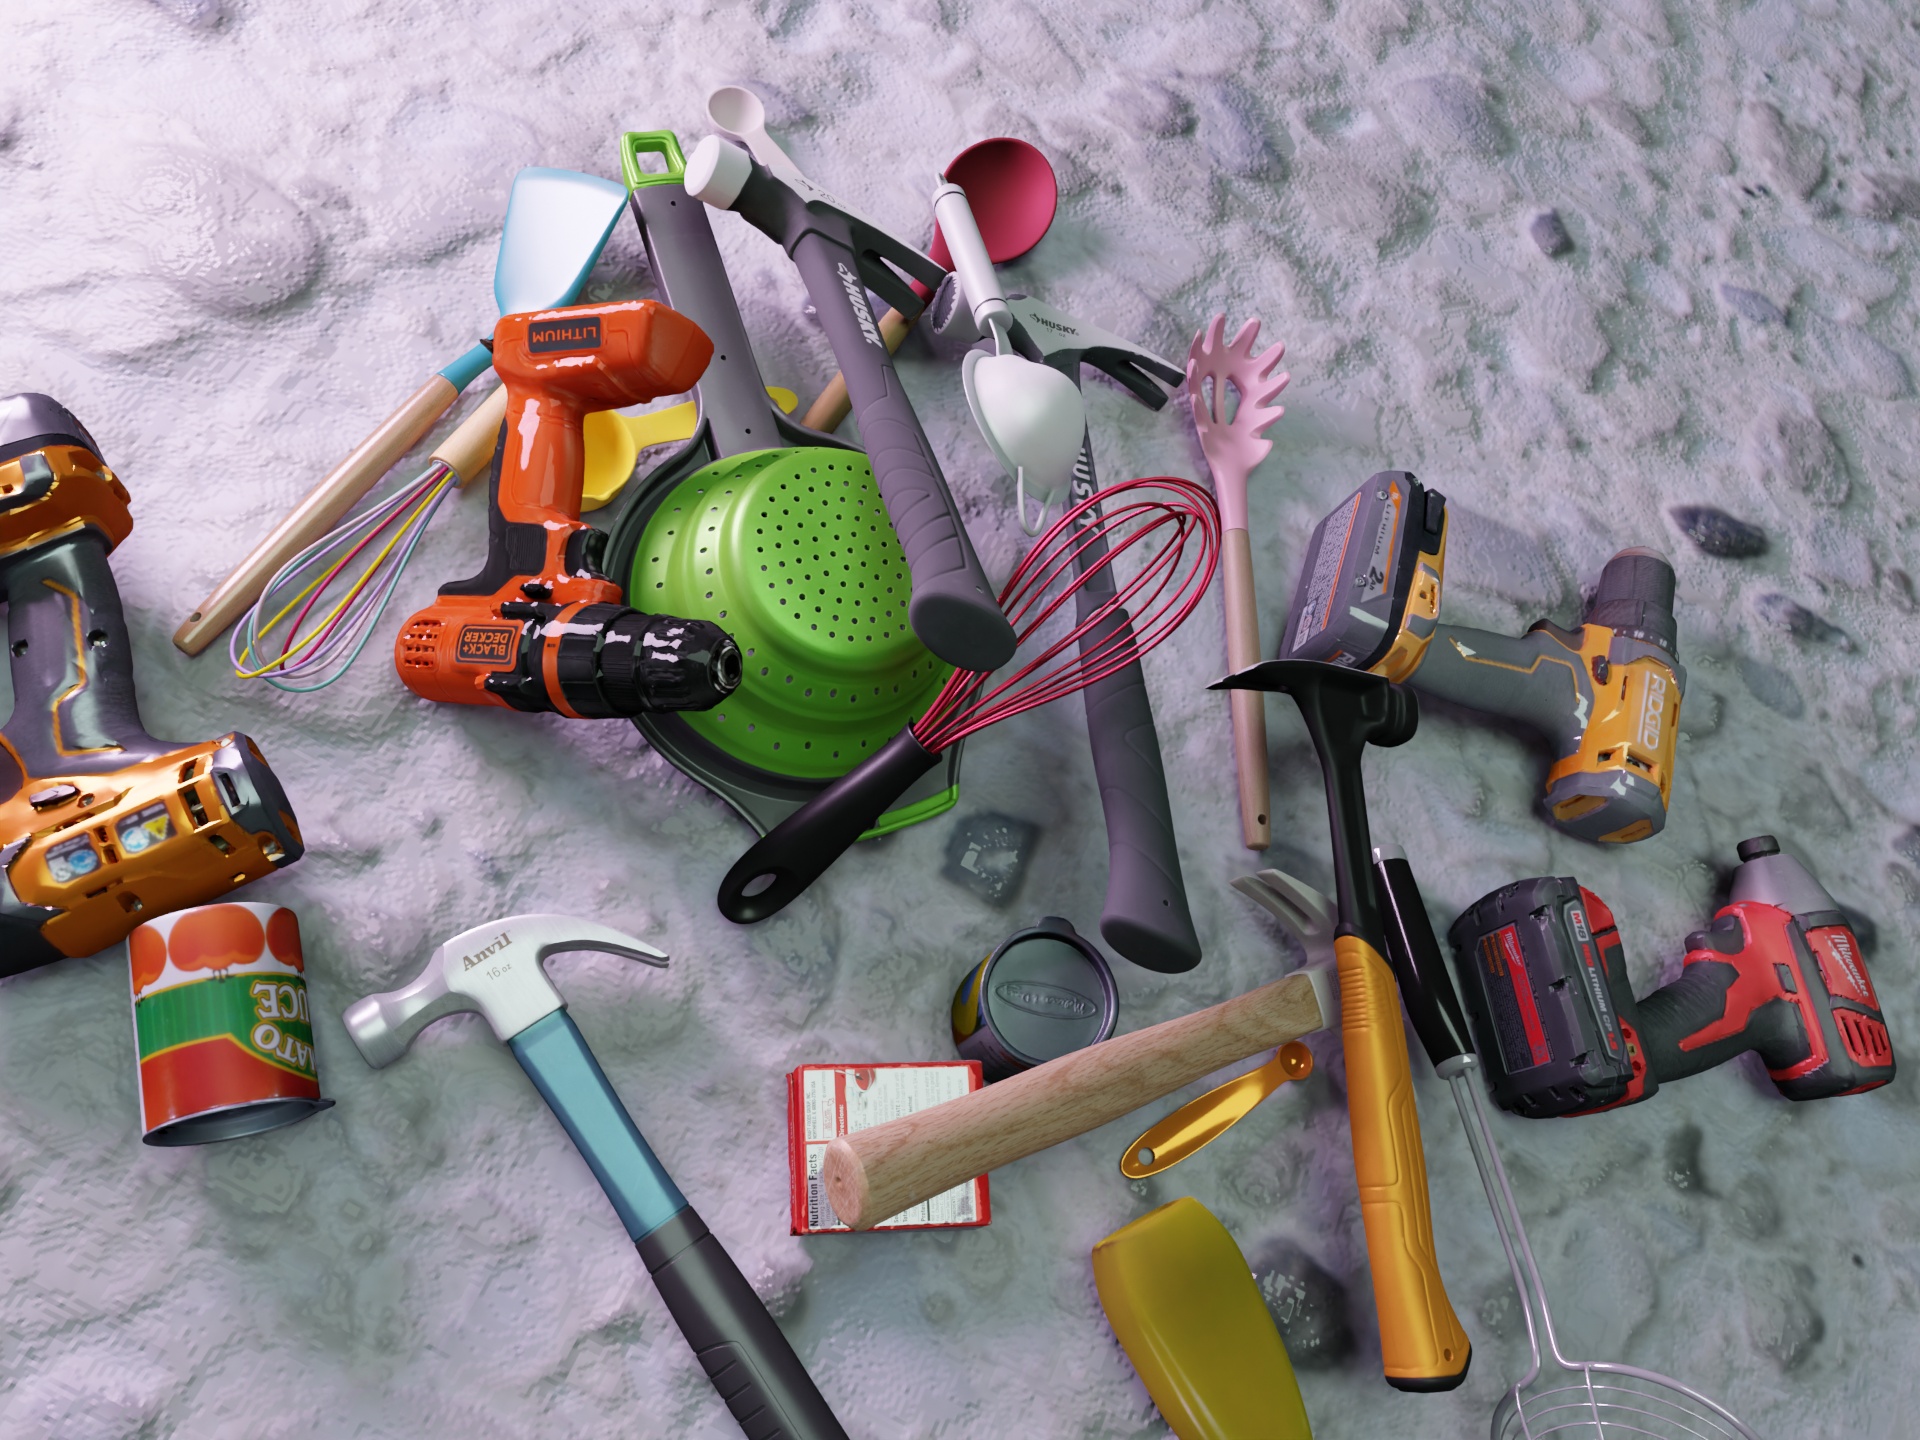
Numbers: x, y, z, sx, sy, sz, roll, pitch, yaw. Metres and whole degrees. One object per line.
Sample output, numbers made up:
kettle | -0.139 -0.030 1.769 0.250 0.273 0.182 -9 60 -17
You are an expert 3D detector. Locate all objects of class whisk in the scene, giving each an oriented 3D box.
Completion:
whisk | -0.260 -0.105 0.772 0.051 0.047 0.245 39 59 -10
whisk | -0.001 -0.002 0.715 0.296 0.073 0.073 -41 81 13

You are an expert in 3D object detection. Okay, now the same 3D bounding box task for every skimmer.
skimmer | 0.277 0.228 0.768 0.090 0.127 0.364 15 50 -35

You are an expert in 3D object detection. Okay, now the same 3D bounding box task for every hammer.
hammer | 0.080 0.150 0.701 0.331 0.031 0.130 -10 79 -39
hammer | -0.120 0.226 0.673 0.128 0.033 0.331 -32 81 -19
hammer | 0.072 -0.063 0.798 0.149 0.036 0.409 11 52 -24
hammer | 0.188 0.134 0.746 0.127 0.034 0.337 9 68 -36
hammer | -0.035 -0.151 0.747 0.146 0.035 0.335 17 39 -38

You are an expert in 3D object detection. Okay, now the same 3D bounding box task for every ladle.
ladle | -0.038 -0.217 0.892 0.069 0.031 0.315 36 65 -7

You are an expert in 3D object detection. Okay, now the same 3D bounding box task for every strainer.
strainer | 0.020 -0.203 0.814 0.086 0.050 0.259 28 36 -46

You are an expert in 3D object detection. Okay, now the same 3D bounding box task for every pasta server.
pasta server | 0.157 -0.083 0.884 0.060 0.040 0.316 5 67 -13

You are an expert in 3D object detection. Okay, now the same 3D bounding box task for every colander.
colander | -0.093 -0.139 0.780 0.204 0.094 0.397 -14 78 -25

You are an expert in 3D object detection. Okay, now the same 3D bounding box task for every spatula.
spatula | -0.278 -0.157 0.787 0.082 0.044 0.318 20 62 27

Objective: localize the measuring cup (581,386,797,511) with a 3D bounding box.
measuring cup | -0.156 -0.148 0.832 0.156 0.029 0.062 -21 81 -32

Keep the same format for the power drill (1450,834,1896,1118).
power drill | 0.379 0.133 0.837 0.219 0.078 0.143 -1 68 -19

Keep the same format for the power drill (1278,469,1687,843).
power drill | 0.307 -0.055 0.894 0.226 0.084 0.185 26 63 -9

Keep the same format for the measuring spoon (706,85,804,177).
measuring spoon | -0.106 -0.314 0.923 0.034 0.018 0.124 -35 87 -26

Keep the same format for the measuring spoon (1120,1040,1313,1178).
measuring spoon | 0.125 0.190 0.776 0.117 0.011 0.021 -27 78 -21

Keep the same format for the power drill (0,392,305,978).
power drill | -0.399 -0.007 0.667 0.164 0.084 0.226 -27 80 -16
